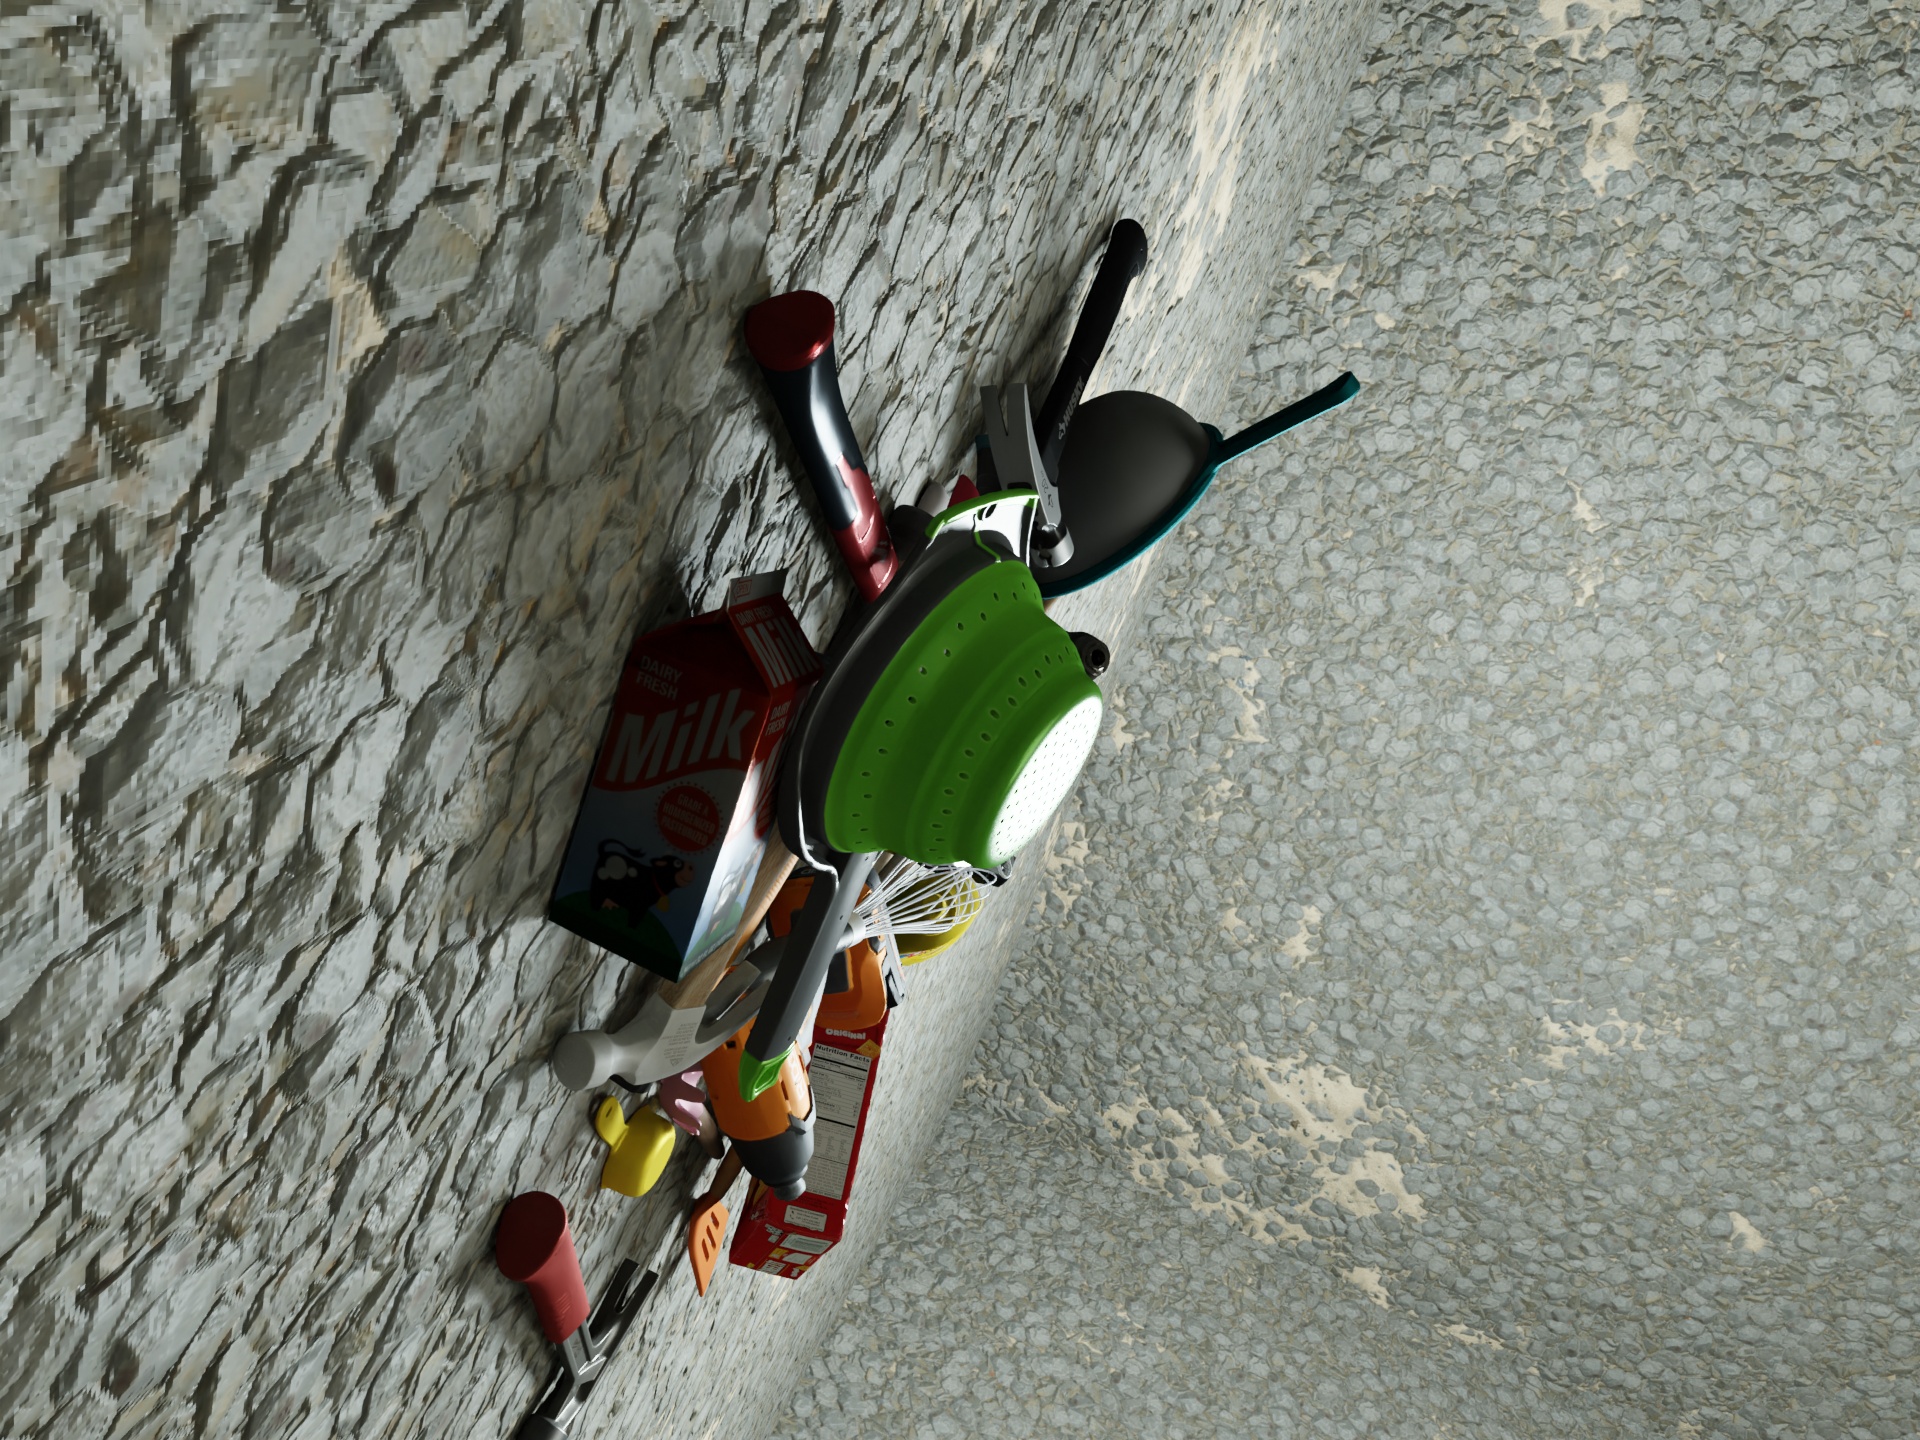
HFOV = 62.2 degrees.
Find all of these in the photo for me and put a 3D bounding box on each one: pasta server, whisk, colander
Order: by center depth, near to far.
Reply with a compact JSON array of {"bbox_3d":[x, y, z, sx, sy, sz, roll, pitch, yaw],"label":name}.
[{"bbox_3d":[-0.023,0.074,0.844,0.204,0.094,0.397,-26,145,-57],"label":"colander"},{"bbox_3d":[-0.059,0.134,1.080,0.284,0.070,0.070,-18,132,-60],"label":"whisk"},{"bbox_3d":[-0.190,0.299,1.191,0.316,0.040,0.060,96,10,-65],"label":"pasta server"}]

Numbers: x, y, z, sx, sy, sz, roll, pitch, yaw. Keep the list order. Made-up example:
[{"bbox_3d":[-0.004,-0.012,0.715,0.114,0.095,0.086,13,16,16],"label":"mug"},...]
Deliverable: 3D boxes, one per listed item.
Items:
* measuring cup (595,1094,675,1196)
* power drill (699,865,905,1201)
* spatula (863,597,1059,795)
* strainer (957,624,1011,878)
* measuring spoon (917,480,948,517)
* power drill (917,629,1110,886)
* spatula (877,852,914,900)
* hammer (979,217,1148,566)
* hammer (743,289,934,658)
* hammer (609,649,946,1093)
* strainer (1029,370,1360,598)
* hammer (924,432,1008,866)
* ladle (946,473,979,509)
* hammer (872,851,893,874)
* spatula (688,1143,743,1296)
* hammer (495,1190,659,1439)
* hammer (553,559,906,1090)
[{"bbox_3d":[-0.210,0.269,1.022,0.156,0.029,0.062,99,17,-64],"label":"measuring cup"},{"bbox_3d":[-0.110,0.211,1.105,0.226,0.084,0.164,-55,135,-64],"label":"power drill"},{"bbox_3d":[0.011,-0.022,1.273,0.317,0.082,0.044,-49,130,-34],"label":"spatula"},{"bbox_3d":[-0.002,-0.004,1.195,0.087,0.050,0.258,-21,96,-55],"label":"strainer"},{"bbox_3d":[-0.035,-0.107,1.115,0.124,0.018,0.034,-67,171,12],"label":"measuring spoon"},{"bbox_3d":[0.032,0.020,1.342,0.188,0.080,0.227,2,-112,57],"label":"power drill"},{"bbox_3d":[-0.087,0.164,1.273,0.316,0.018,0.060,-52,177,21],"label":"spatula"},{"bbox_3d":[0.092,-0.285,1.230,0.146,0.035,0.335,64,36,-43],"label":"hammer"},{"bbox_3d":[-0.069,-0.109,0.860,0.143,0.038,0.386,-63,170,-9],"label":"hammer"},{"bbox_3d":[-0.119,0.088,1.012,0.337,0.034,0.127,-57,-170,-25],"label":"hammer"},{"bbox_3d":[0.151,-0.224,1.275,0.340,0.095,0.211,-23,-151,40],"label":"strainer"},{"bbox_3d":[0.009,-0.056,1.138,0.128,0.033,0.331,36,58,-61],"label":"hammer"},{"bbox_3d":[-0.066,-0.009,0.959,0.315,0.031,0.069,-59,172,-7],"label":"ladle"},{"bbox_3d":[-0.037,0.060,1.467,0.146,0.038,0.411,86,29,-74],"label":"hammer"},{"bbox_3d":[-0.186,0.380,1.313,0.322,0.041,0.081,118,-10,-46],"label":"spatula"},{"bbox_3d":[-0.251,0.370,1.028,0.358,0.037,0.149,102,15,-54],"label":"hammer"},{"bbox_3d":[-0.097,0.061,0.857,0.130,0.031,0.331,6,119,-59],"label":"hammer"}]
